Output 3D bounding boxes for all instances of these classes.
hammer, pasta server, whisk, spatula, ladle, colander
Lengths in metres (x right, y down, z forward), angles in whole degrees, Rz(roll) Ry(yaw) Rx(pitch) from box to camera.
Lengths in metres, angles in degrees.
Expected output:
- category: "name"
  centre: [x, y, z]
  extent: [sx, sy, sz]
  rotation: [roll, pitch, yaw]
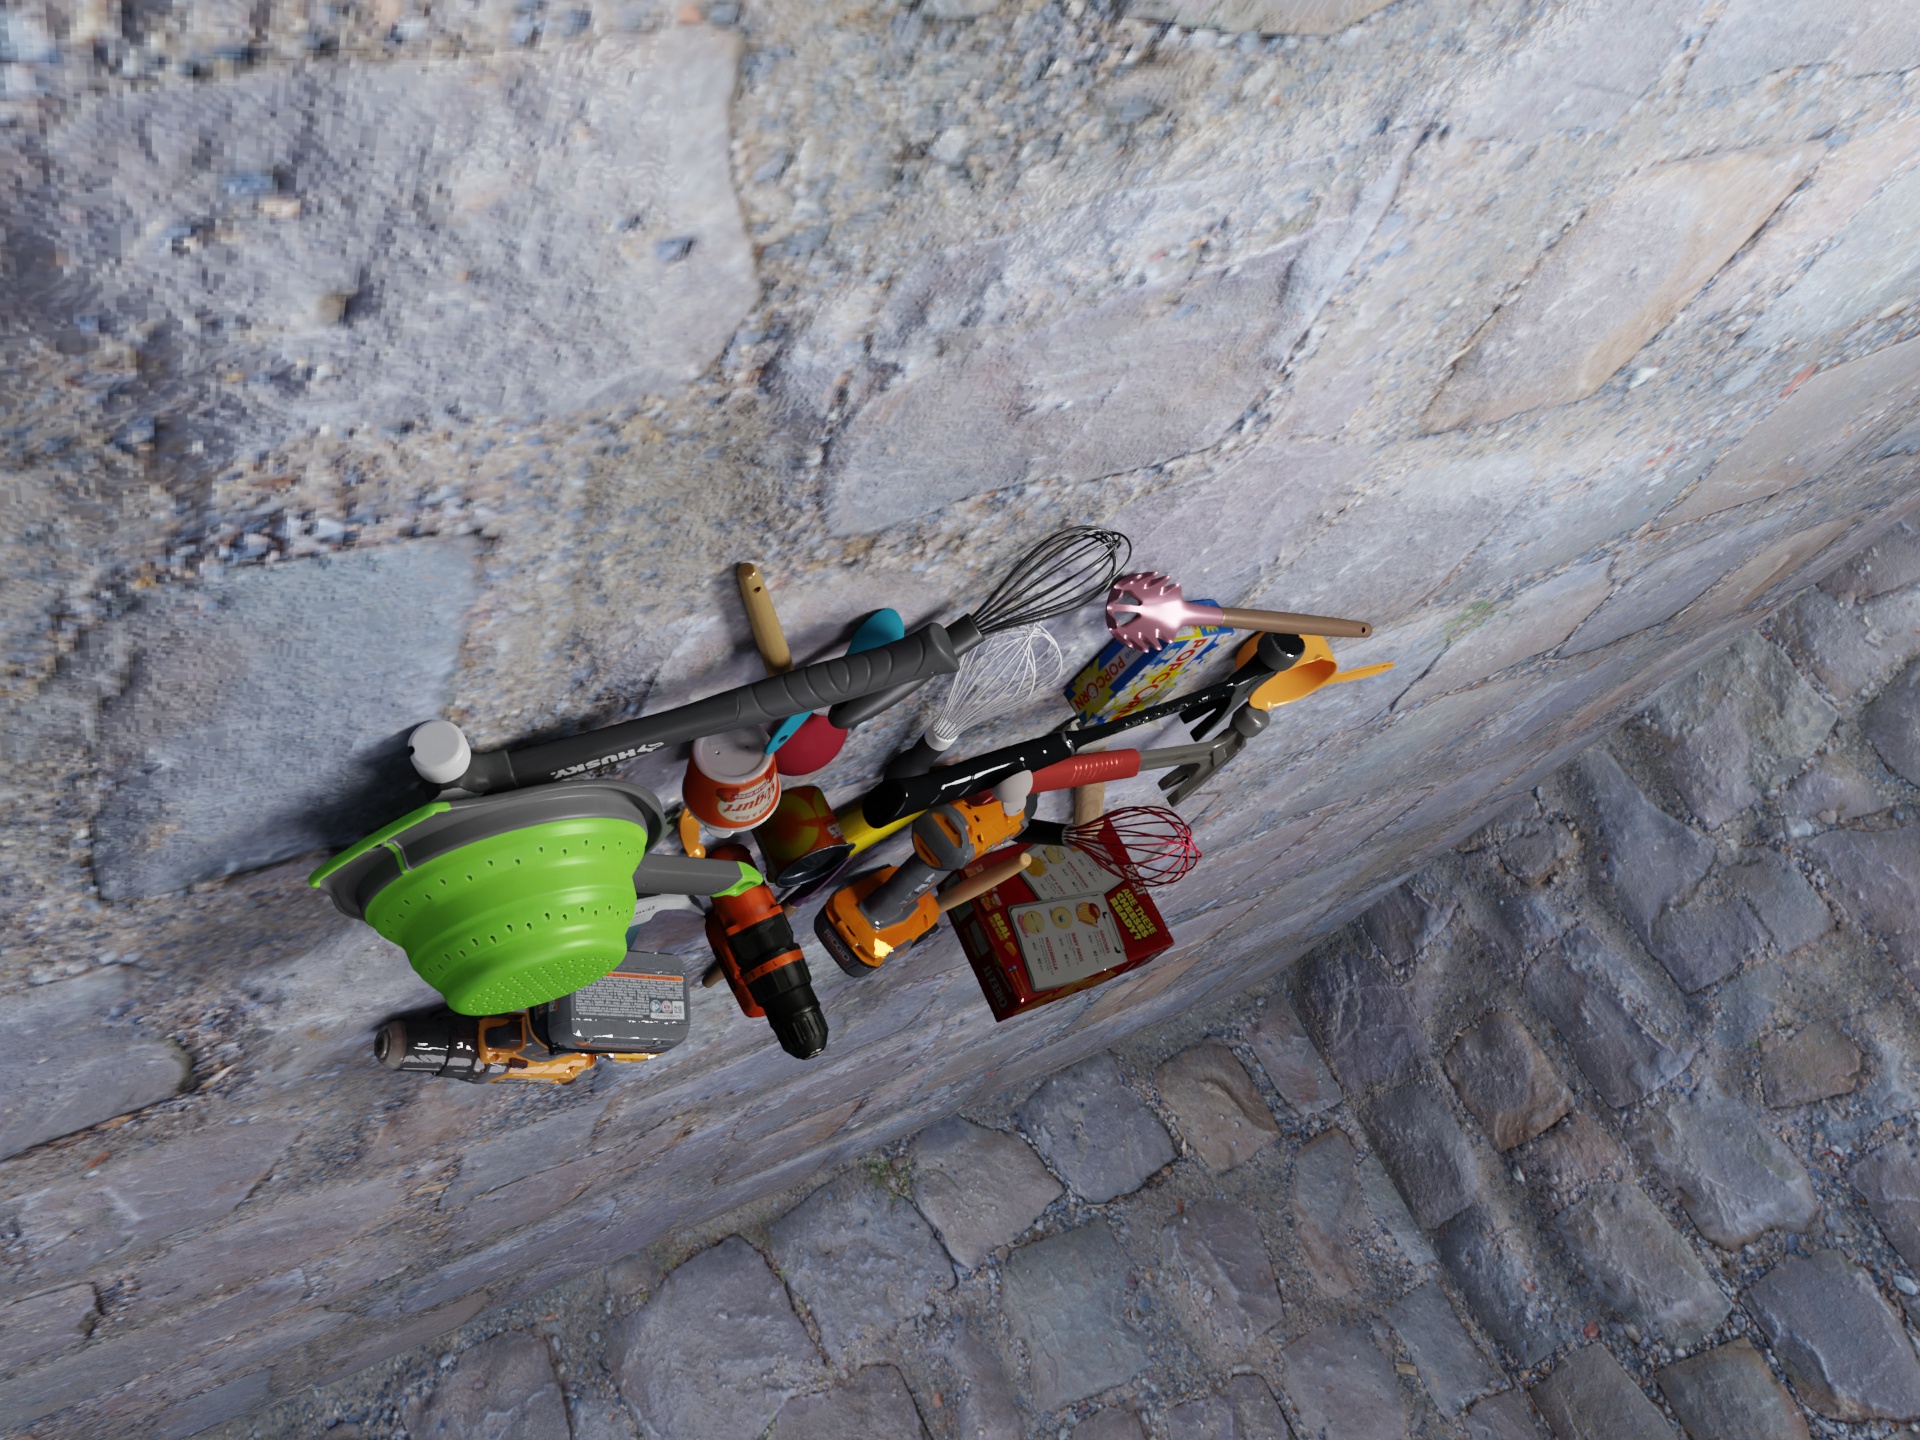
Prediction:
- category: "hammer"
  centre: [-0.307, 0.214, 1.374]
  extent: [0.128, 0.033, 0.331]
  rotation: [-15, 157, -29]
- category: "pasta server"
  centre: [0.229, -0.080, 1.269]
  extent: [0.316, 0.060, 0.040]
  rotation: [2, -172, -37]
- category: "whisk"
  centre: [-0.001, -0.003, 1.211]
  extent: [0.070, 0.070, 0.284]
  rotation: [-16, 161, -31]
- category: "spatula"
  centre: [-0.168, 0.181, 1.486]
  extent: [0.316, 0.018, 0.060]
  rotation: [-43, -171, 41]
- category: "ladle"
  centre: [-0.114, -0.025, 1.046]
  extent: [0.069, 0.031, 0.315]
  rotation: [-31, 160, -10]
- category: "hammer"
  centre: [0.129, 0.046, 1.434]
  extent: [0.359, 0.037, 0.149]
  rotation: [-6, 150, -45]
- category: "whisk"
  centre: [0.011, -0.060, 1.077]
  extent: [0.239, 0.055, 0.055]
  rotation: [-32, 160, 7]
- category: "whisk"
  centre: [0.114, 0.108, 1.465]
  extent: [0.073, 0.073, 0.296]
  rotation: [-15, -171, -33]
- category: "hammer"
  centre: [0.097, 0.015, 1.280]
  extent: [0.409, 0.036, 0.149]
  rotation: [-18, 160, -33]
- category: "hammer"
  centre: [0.130, 0.058, 1.570]
  extent: [0.130, 0.031, 0.331]
  rotation: [-26, 161, -5]
- category: "colander"
  centre: [-0.237, 0.132, 1.056]
  extent: [0.204, 0.095, 0.396]
  rotation: [-28, 162, 19]
- category: "hammer"
  centre: [-0.159, 0.001, 0.986]
  extent: [0.334, 0.035, 0.146]
  rotation: [-17, 159, -12]

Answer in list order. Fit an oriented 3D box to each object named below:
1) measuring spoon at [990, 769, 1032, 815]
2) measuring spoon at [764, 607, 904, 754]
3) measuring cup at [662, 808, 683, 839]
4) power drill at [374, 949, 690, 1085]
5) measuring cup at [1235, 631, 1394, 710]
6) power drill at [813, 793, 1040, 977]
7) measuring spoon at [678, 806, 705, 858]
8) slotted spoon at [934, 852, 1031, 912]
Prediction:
- category: "measuring spoon"
  centre: [0.045, 0.065, 1.251]
  extent: [0.034, 0.018, 0.124]
  rotation: [-27, 165, -3]
- category: "measuring spoon"
  centre: [-0.081, -0.020, 1.052]
  extent: [0.128, 0.021, 0.042]
  rotation: [-48, 161, 1]
- category: "measuring cup"
  centre: [-0.277, 0.113, 1.174]
  extent: [0.167, 0.038, 0.083]
  rotation: [-43, 159, -9]
- category: "power drill"
  centre: [-0.345, 0.245, 1.278]
  extent: [0.185, 0.084, 0.226]
  rotation: [12, 151, -39]
- category: "measuring cup"
  centre: [0.335, -0.060, 1.496]
  extent: [0.173, 0.052, 0.095]
  rotation: [-9, 154, -30]
- category: "power drill"
  centre: [-0.021, 0.133, 1.474]
  extent: [0.164, 0.084, 0.226]
  rotation: [-24, 161, -52]
- category: "measuring spoon"
  centre: [-0.204, 0.088, 1.217]
  extent: [0.021, 0.011, 0.116]
  rotation: [-45, 168, -22]
- category: "slotted spoon"
  centre: [-0.013, 0.179, 1.597]
  extent: [0.070, 0.031, 0.313]
  rotation: [-47, -173, -35]
